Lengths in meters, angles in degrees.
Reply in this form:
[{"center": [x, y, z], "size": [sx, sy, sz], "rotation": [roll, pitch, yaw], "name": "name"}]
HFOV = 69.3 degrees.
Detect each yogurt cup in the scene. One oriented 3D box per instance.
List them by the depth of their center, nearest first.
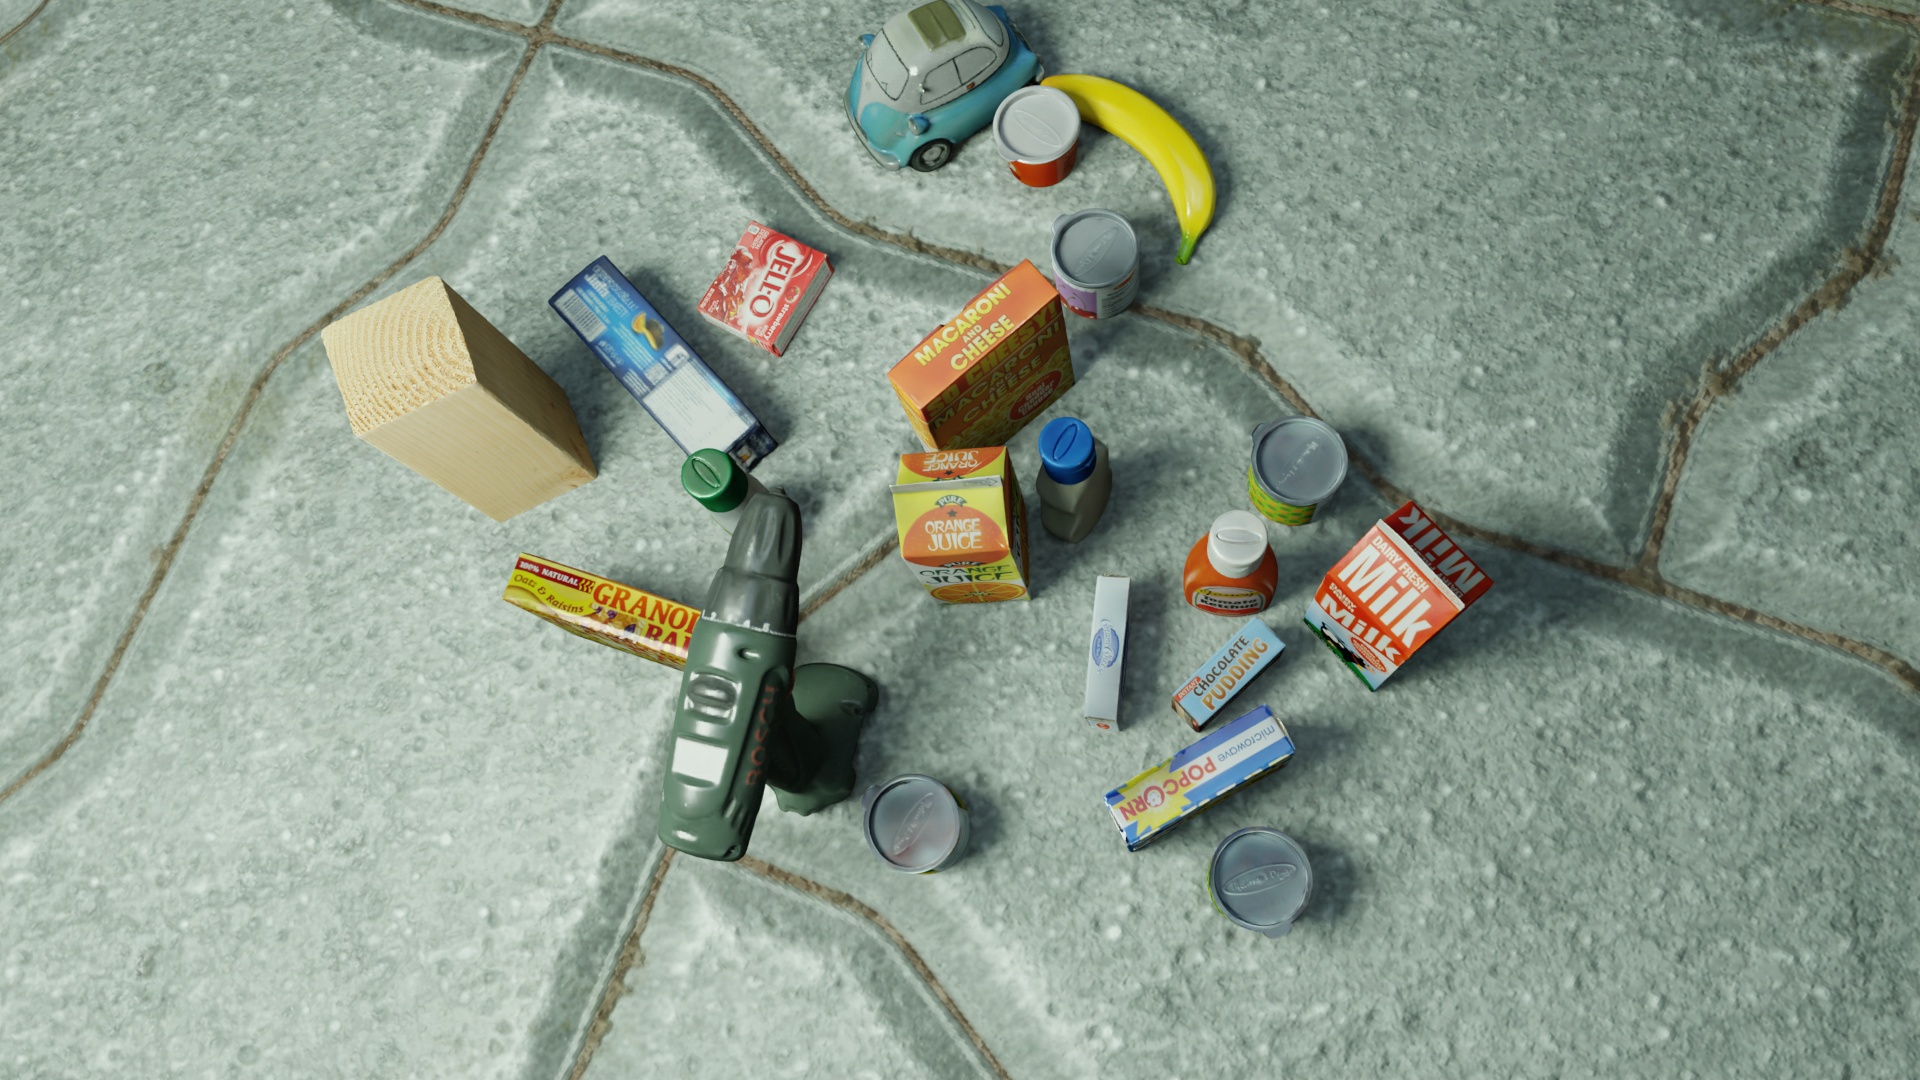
[{"center": [0.062, -0.315, 1.095], "size": [0.072, 0.054, 0.072], "rotation": [-2, 74, 8], "name": "yogurt cup"}]

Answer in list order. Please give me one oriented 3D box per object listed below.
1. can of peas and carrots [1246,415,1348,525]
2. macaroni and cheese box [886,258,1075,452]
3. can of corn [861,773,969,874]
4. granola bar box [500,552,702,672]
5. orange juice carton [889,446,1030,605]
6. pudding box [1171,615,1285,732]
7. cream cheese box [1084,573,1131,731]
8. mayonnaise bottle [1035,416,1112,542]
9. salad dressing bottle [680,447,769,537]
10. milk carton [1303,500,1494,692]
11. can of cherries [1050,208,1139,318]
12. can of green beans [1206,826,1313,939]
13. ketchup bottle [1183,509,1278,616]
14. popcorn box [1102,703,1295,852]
[{"center": [0.237, -0.050, 0.992], "size": [0.071, 0.058, 0.071], "rotation": [-2, 74, 8], "name": "can of peas and carrots"}, {"center": [0.018, -0.115, 0.985], "size": [0.124, 0.166, 0.040], "rotation": [-40, 73, -4], "name": "macaroni and cheese box"}, {"center": [-0.031, 0.196, 0.961], "size": [0.071, 0.058, 0.071], "rotation": [-2, 74, 8], "name": "can of corn"}, {"center": [-0.223, 0.062, 0.992], "size": [0.166, 0.124, 0.039], "rotation": [17, 78, 12], "name": "granola bar box"}, {"center": [0.003, -0.012, 0.945], "size": [0.072, 0.192, 0.073], "rotation": [-4, 74, 7], "name": "orange juice carton"}, {"center": [0.185, 0.093, 0.964], "size": [0.084, 0.049, 0.030], "rotation": [-42, 73, -5], "name": "pudding box"}, {"center": [0.104, 0.080, 0.977], "size": [0.024, 0.053, 0.104], "rotation": [5, 75, 9], "name": "cream cheese box"}, {"center": [0.078, -0.045, 0.967], "size": [0.041, 0.147, 0.065], "rotation": [28, 81, 14], "name": "mayonnaise bottle"}, {"center": [-0.159, -0.027, 0.995], "size": [0.044, 0.147, 0.064], "rotation": [-43, 73, -4], "name": "salad dressing bottle"}, {"center": [0.280, 0.036, 0.893], "size": [0.073, 0.190, 0.072], "rotation": [-40, 73, -4], "name": "milk carton"}, {"center": [0.102, -0.212, 1.057], "size": [0.071, 0.058, 0.071], "rotation": [-2, 74, 8], "name": "can of cherries"}, {"center": [0.197, 0.225, 0.921], "size": [0.071, 0.057, 0.071], "rotation": [-2, 74, 8], "name": "can of green beans"}, {"center": [0.183, 0.016, 0.934], "size": [0.065, 0.148, 0.043], "rotation": [4, 76, 9], "name": "ketchup bottle"}, {"center": [0.159, 0.161, 0.930], "size": [0.127, 0.085, 0.038], "rotation": [-29, 73, -1], "name": "popcorn box"}]
